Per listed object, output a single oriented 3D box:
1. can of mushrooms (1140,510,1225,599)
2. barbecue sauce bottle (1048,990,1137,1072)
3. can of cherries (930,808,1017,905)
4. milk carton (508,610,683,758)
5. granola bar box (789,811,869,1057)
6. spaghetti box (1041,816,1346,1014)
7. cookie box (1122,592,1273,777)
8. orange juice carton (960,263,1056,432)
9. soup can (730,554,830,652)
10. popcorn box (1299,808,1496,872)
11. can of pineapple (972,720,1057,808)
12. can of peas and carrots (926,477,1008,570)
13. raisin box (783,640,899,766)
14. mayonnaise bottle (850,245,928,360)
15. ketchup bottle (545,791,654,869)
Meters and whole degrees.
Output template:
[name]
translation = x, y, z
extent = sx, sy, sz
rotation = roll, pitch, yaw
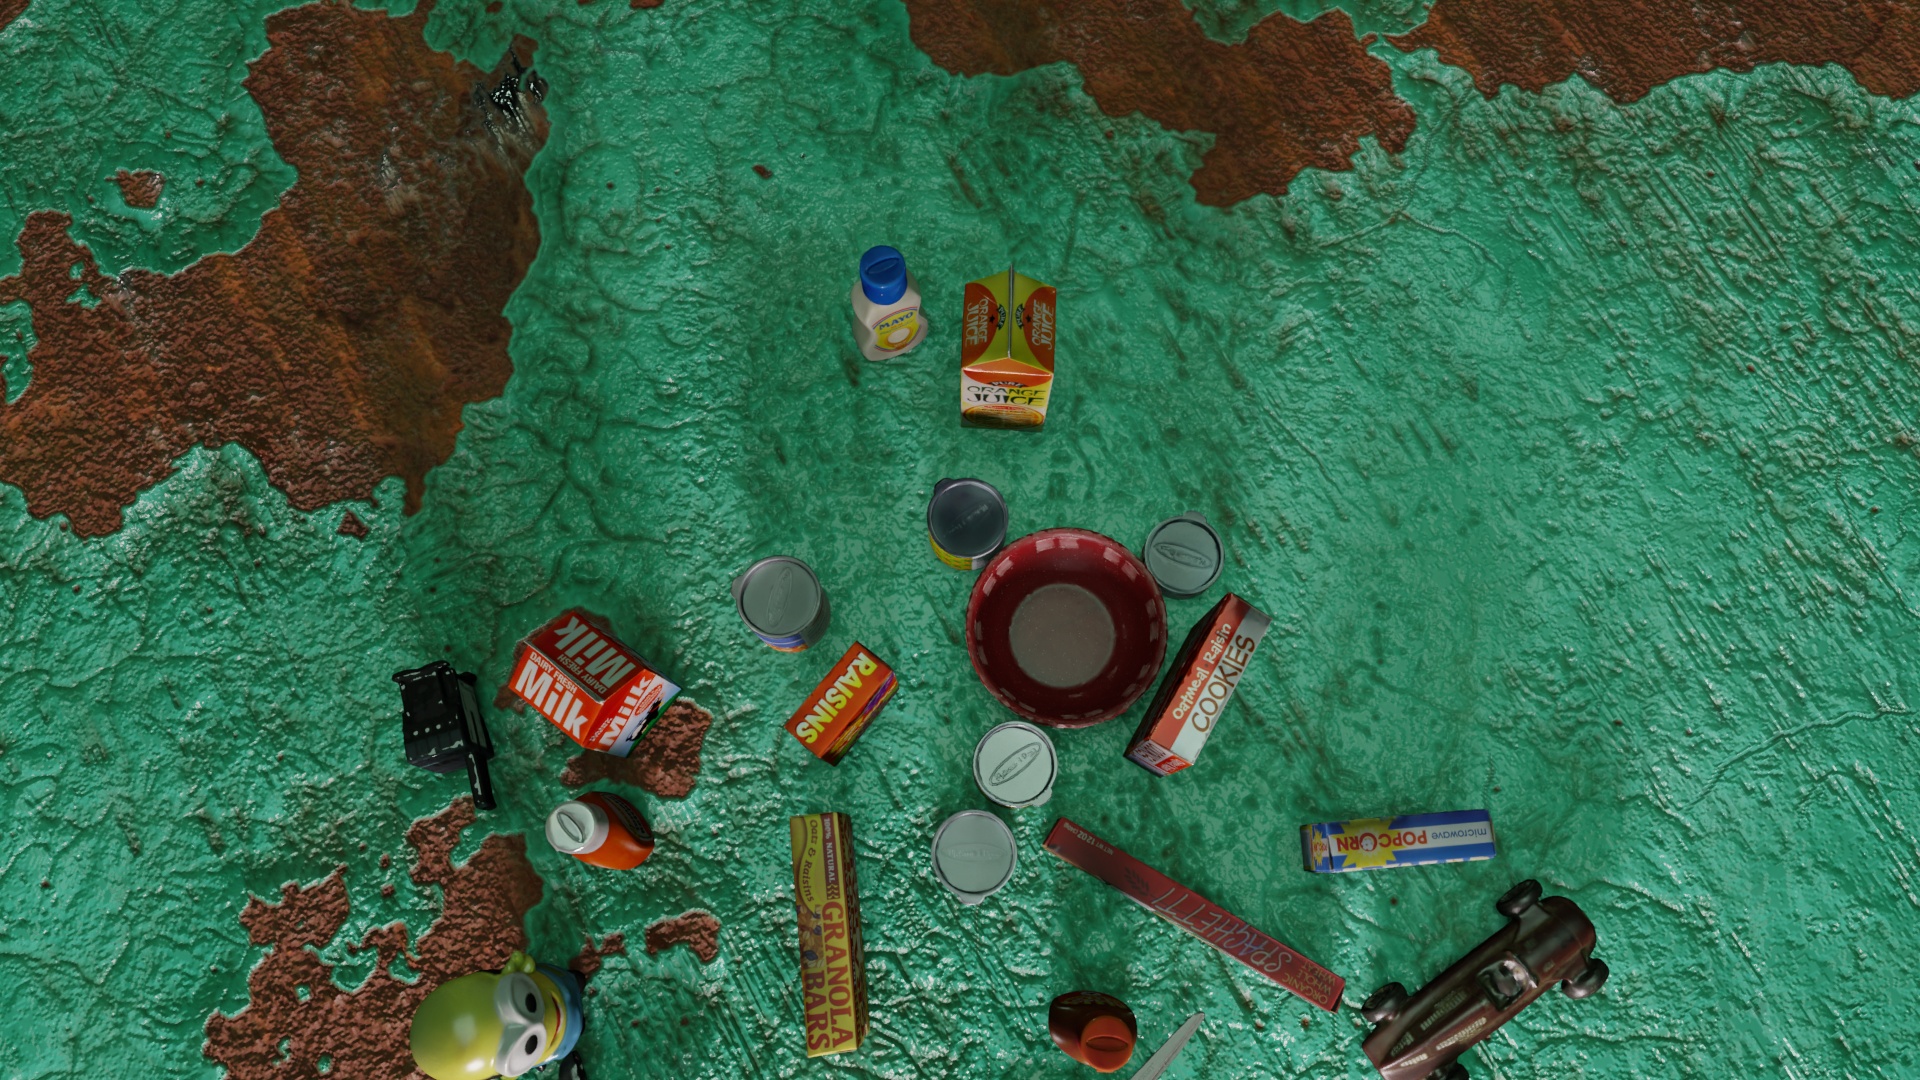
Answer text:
[can of mushrooms]
translation = 0.184, 0.012, 1.149
extent = 0.071, 0.033, 0.071
rotation = 0, 77, 0
[barbecue sauce bottle]
translation = 0.099, 0.356, 1.008
extent = 0.065, 0.148, 0.044
rotation = 3, 77, 1
[can of cherries]
translation = 0.010, 0.246, 1.081
extent = 0.071, 0.058, 0.071
rotation = 0, 77, 0
[milk carton]
translation = -0.275, 0.109, 1.045
extent = 0.072, 0.190, 0.073
rotation = 37, 80, 8
[granola bar box]
translation = -0.096, 0.288, 1.037
extent = 0.039, 0.124, 0.166
rotation = -6, 77, -1
[spaghetti box]
translation = 0.178, 0.288, 1.075
extent = 0.250, 0.050, 0.029
rotation = 29, 79, 7
[cookie box]
translation = 0.176, 0.114, 1.056
extent = 0.040, 0.167, 0.123
rotation = 29, 79, 6
[orange juice carton]
translation = 0.037, -0.149, 1.106
extent = 0.073, 0.192, 0.072
rotation = 3, 77, 1
[soup can]
translation = -0.143, 0.051, 1.114
extent = 0.071, 0.083, 0.071
rotation = 0, 77, 0
[popcorn box]
translation = 0.335, 0.232, 1.071
extent = 0.127, 0.085, 0.038
rotation = -5, 77, -1
[can of pineapple]
translation = 0.043, 0.180, 1.097
extent = 0.071, 0.057, 0.071
rotation = 0, 77, 0
[can of peas and carrots]
translation = 0.004, -0.014, 1.143
extent = 0.071, 0.058, 0.071
rotation = 0, 77, 0
[raisin box]
translation = -0.089, 0.129, 1.075
extent = 0.040, 0.123, 0.086
rotation = 39, 80, 8
[mayonnaise bottle]
translation = -0.060, -0.195, 1.140
extent = 0.065, 0.147, 0.041
rotation = -24, 78, -5
[ketchup bottle]
translation = -0.273, 0.217, 1.041
extent = 0.043, 0.148, 0.065
rotation = -42, 80, -9
